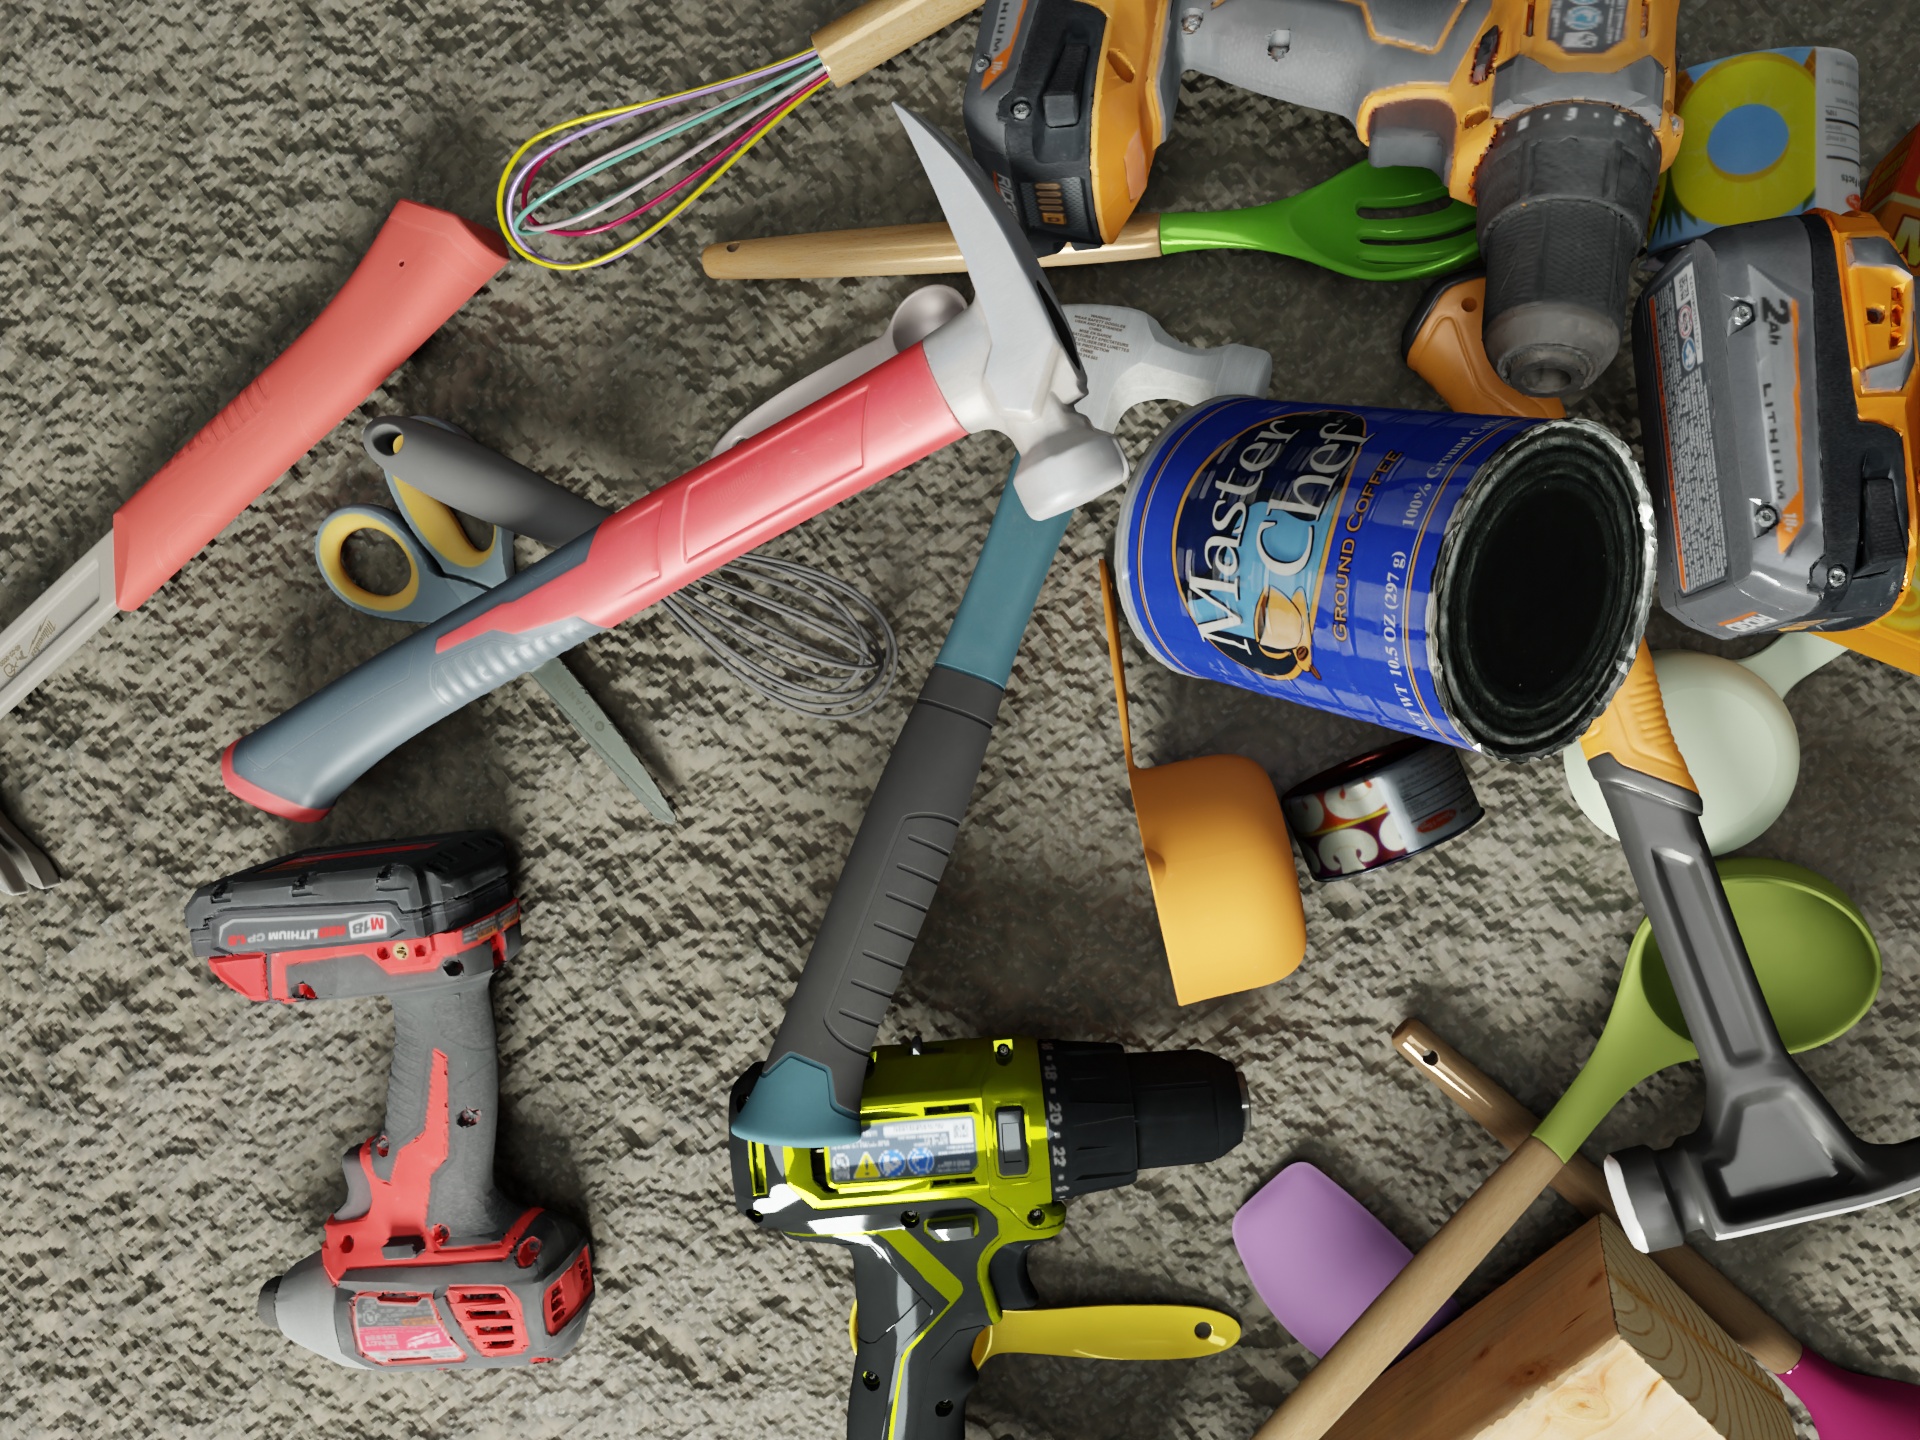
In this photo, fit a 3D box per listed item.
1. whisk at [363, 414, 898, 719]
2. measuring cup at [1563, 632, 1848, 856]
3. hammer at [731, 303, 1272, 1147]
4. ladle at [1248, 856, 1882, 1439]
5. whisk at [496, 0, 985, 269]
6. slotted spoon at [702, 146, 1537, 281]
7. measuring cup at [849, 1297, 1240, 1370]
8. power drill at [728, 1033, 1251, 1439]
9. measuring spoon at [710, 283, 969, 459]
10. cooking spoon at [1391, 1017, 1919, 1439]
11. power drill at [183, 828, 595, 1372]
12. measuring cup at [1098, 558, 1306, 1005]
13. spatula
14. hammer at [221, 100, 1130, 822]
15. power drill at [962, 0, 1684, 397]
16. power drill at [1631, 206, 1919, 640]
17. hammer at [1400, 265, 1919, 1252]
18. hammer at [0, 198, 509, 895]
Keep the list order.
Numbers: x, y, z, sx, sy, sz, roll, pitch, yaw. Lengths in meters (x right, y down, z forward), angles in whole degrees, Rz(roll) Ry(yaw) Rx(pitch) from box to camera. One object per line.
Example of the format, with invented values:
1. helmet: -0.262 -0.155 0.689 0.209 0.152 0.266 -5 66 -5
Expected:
1. whisk: -0.134 -0.066 0.633 0.239 0.055 0.055 26 99 7
2. measuring cup: 0.293 -0.016 0.563 0.167 0.038 0.083 -41 86 12
3. hammer: -0.001 -0.002 0.576 0.128 0.033 0.331 19 80 16
4. ladle: 0.192 0.172 0.554 0.078 0.062 0.320 45 86 -7
5. whisk: -0.074 -0.247 0.614 0.245 0.051 0.047 -26 84 9
6. slotted spoon: 0.050 -0.183 0.600 0.314 0.031 0.070 0 58 14
7. measuring cup: 0.034 0.243 0.646 0.156 0.029 0.062 2 91 -1
8. power drill: 0.018 0.230 0.593 0.190 0.080 0.228 -5 89 0
9. measuring spoon: -0.047 -0.131 0.633 0.124 0.018 0.034 -28 67 18
10. cooking spoon: 0.288 0.221 0.593 0.319 0.017 0.068 41 100 5
11. power drill: -0.240 0.164 0.664 0.143 0.078 0.219 -7 96 12
12. measuring cup: 0.089 0.016 0.593 0.052 0.095 0.174 -10 74 6
13. spatula: 0.229 0.296 0.611 0.316 0.018 0.059 43 105 6
14. hammer: -0.137 -0.068 0.590 0.386 0.038 0.143 -25 91 21
15. power drill: 0.119 -0.198 0.531 0.226 0.084 0.185 7 72 14
16. power drill: 0.332 -0.079 0.472 0.226 0.084 0.164 -4 85 3
17. hammer: 0.231 -0.004 0.538 0.127 0.034 0.337 -19 77 12
18. hammer: -0.326 -0.083 0.678 0.359 0.036 0.149 -38 87 12
